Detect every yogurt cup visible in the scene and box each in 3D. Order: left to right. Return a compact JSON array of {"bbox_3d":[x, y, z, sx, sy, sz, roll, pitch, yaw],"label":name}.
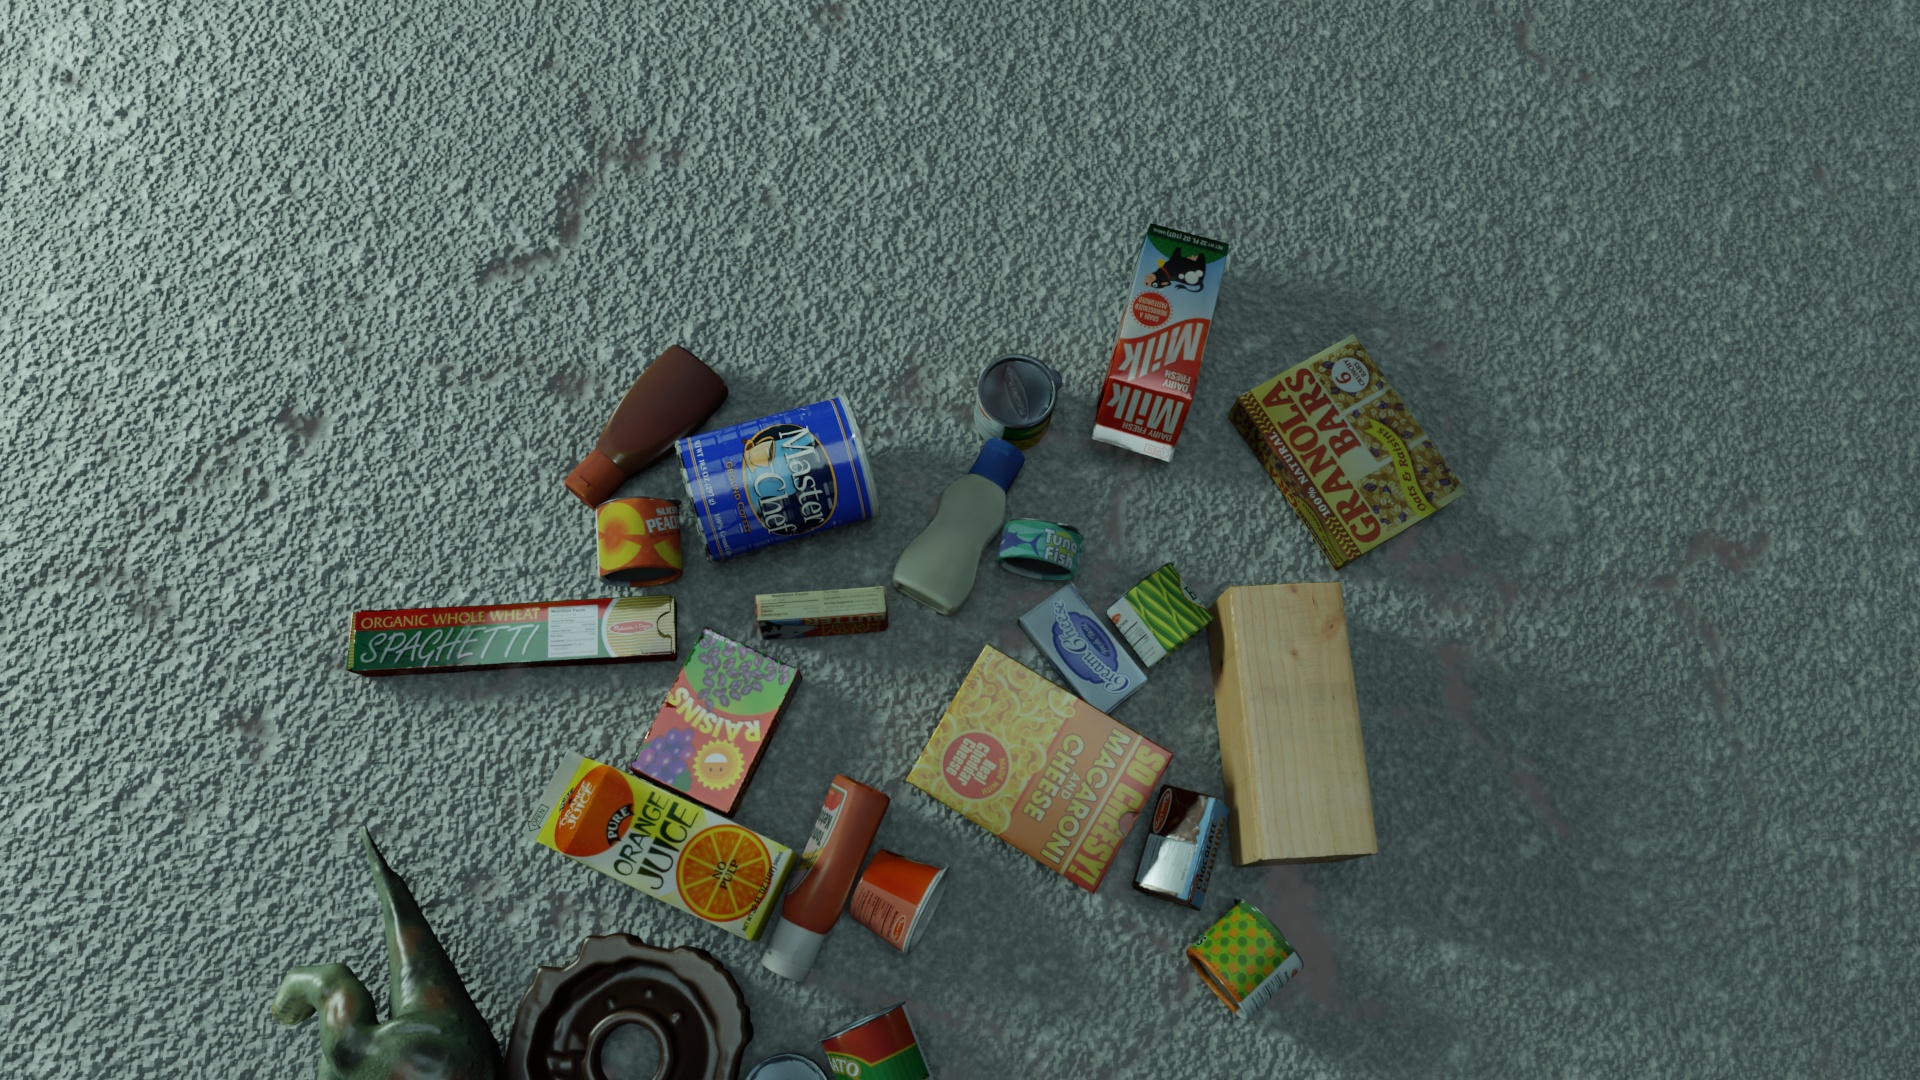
[{"bbox_3d":[-0.047,0.266,1.033,0.054,0.072,0.072,24,73,12],"label":"yogurt cup"}]

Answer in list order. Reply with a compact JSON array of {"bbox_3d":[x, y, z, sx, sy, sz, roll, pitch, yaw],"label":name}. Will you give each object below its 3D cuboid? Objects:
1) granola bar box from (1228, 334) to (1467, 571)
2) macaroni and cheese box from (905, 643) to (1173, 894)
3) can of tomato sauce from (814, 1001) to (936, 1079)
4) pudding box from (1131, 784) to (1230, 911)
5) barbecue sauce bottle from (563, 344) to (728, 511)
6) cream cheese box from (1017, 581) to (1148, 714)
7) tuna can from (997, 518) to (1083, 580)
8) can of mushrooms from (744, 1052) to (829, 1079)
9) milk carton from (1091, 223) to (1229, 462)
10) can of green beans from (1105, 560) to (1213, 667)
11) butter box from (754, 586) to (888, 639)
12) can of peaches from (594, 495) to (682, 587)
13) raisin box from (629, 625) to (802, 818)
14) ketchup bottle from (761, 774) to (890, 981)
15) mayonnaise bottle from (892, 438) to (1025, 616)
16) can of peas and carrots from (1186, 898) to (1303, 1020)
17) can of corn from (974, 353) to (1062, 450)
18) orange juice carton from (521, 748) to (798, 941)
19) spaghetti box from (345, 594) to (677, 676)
[{"bbox_3d":[0.325,-0.075,1.173,0.124,0.039,0.166,-29,77,-12],"label":"granola bar box"},{"bbox_3d":[0.061,0.174,1.067,0.166,0.040,0.124,30,86,6],"label":"macaroni and cheese box"},{"bbox_3d":[-0.056,0.384,0.993,0.071,0.071,0.083,-22,76,-10],"label":"can of tomato sauce"},{"bbox_3d":[0.169,0.234,1.061,0.049,0.030,0.084,6,68,37],"label":"pudding box"},{"bbox_3d":[-0.262,-0.090,1.142,0.065,0.043,0.149,38,75,9],"label":"barbecue sauce bottle"},{"bbox_3d":[0.098,0.089,1.116,0.053,0.024,0.104,-36,78,-12],"label":"cream cheese box"},{"bbox_3d":[0.066,0.008,1.116,0.071,0.071,0.033,11,74,0],"label":"tuna can"},{"bbox_3d":[-0.125,0.406,0.999,0.071,0.033,0.071,1,72,-4],"label":"can of mushrooms"},{"bbox_3d":[0.166,-0.162,1.173,0.072,0.073,0.191,16,73,2],"label":"milk carton"},{"bbox_3d":[0.159,0.060,1.107,0.071,0.071,0.058,-34,78,-12],"label":"can of green beans"},{"bbox_3d":[-0.109,0.058,1.099,0.103,0.053,0.024,-4,71,-5],"label":"butter box"},{"bbox_3d":[-0.253,0.002,1.100,0.071,0.071,0.058,-5,74,-5],"label":"can of peaches"},{"bbox_3d":[-0.188,0.141,1.076,0.086,0.040,0.124,24,72,3],"label":"raisin box"},{"bbox_3d":[-0.101,0.252,1.037,0.043,0.064,0.149,25,81,-15],"label":"ketchup bottle"},{"bbox_3d":[0.004,-0.014,1.136,0.065,0.041,0.148,29,72,4],"label":"mayonnaise bottle"},{"bbox_3d":[0.209,0.310,1.033,0.059,0.070,0.071,-39,79,-13],"label":"can of peas and carrots"},{"bbox_3d":[0.048,-0.115,1.160,0.071,0.058,0.071,1,73,-3],"label":"can of corn"},{"bbox_3d":[-0.223,0.225,1.030,0.193,0.073,0.072,24,73,4],"label":"orange juice carton"},{"bbox_3d":[-0.349,0.075,1.092,0.250,0.028,0.050,-3,73,-4],"label":"spaghetti box"}]
